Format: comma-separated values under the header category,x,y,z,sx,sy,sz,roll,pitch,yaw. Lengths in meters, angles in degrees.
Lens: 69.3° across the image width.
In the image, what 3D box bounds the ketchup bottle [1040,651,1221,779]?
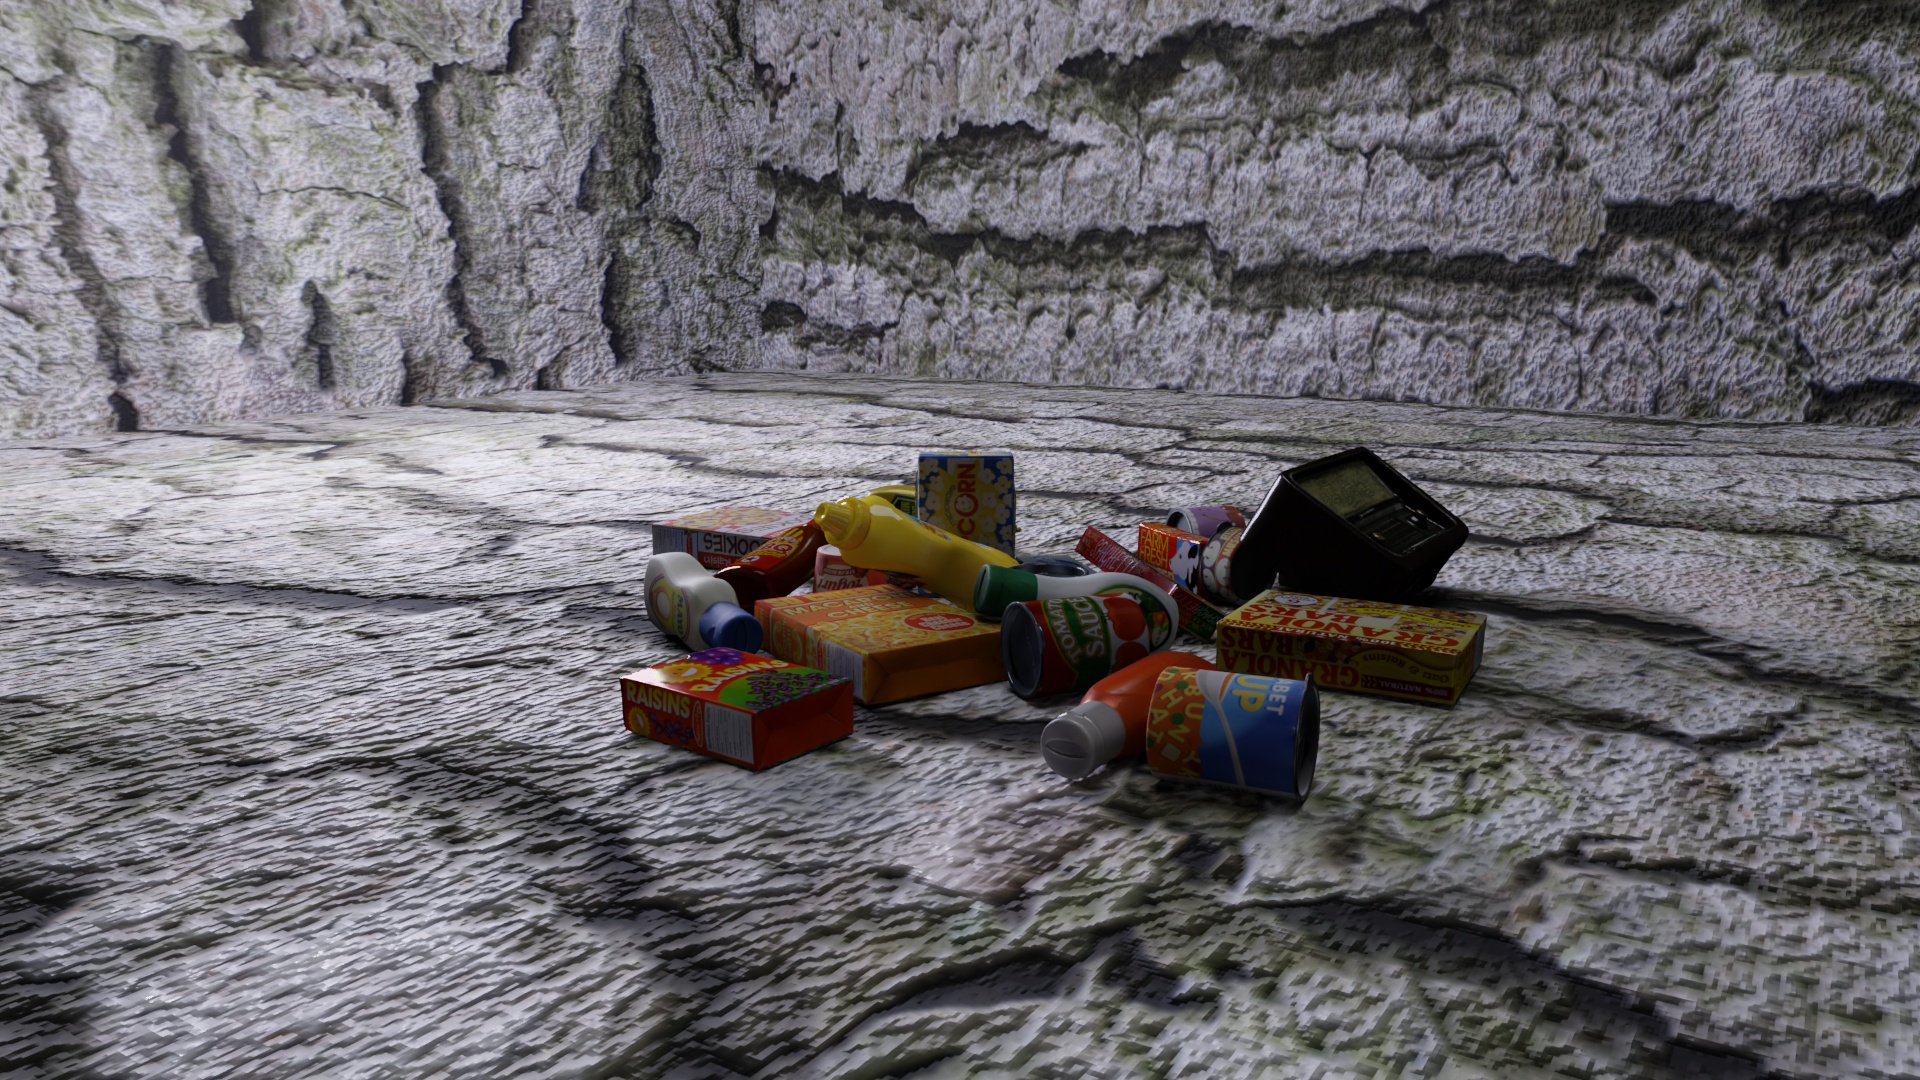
category,x,y,z,sx,sy,sz,roll,pitch,yaw
ketchup bottle,0.103,0.105,0.844,0.065,0.043,0.149,7,13,35

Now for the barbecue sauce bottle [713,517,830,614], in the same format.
category,x,y,z,sx,sy,sz,roll,pitch,yaw
barbecue sauce bottle,-0.150,0.016,1.216,0.065,0.043,0.149,-2,20,29

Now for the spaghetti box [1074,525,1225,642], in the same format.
category,x,y,z,sx,sy,sz,roll,pitch,yaw
spaghetti box,0.155,0.033,1.187,0.050,0.028,0.250,32,4,-16

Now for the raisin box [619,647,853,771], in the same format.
category,x,y,z,sx,sy,sz,roll,pitch,yaw
raisin box,-0.140,0.102,0.870,0.123,0.040,0.086,8,15,38

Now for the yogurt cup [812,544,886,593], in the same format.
category,x,y,z,sx,sy,sz,roll,pitch,yaw
yogurt cup,-0.094,0.033,1.176,0.072,0.053,0.072,1,11,0

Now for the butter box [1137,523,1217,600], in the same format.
category,x,y,z,sx,sy,sz,roll,pitch,yaw
butter box,0.195,0.018,1.251,0.024,0.053,0.103,-3,12,-24

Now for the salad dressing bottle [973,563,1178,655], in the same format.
category,x,y,z,sx,sy,sz,roll,pitch,yaw
salad dressing bottle,0.084,0.049,1.016,0.148,0.064,0.044,12,7,-14

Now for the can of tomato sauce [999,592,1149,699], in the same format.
category,x,y,z,sx,sy,sz,roll,pitch,yaw
can of tomato sauce,0.079,0.070,0.952,0.083,0.071,0.071,-4,12,-23

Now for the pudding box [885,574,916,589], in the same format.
category,x,y,z,sx,sy,sz,roll,pitch,yaw
pudding box,-0.082,0.025,1.273,0.050,0.030,0.084,-9,14,-33

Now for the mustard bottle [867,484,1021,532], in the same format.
category,x,y,z,sx,sy,sz,roll,pitch,yaw
mustard bottle,-0.017,-0.021,1.422,0.160,0.065,0.049,5,7,4

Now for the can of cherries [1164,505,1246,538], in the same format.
category,x,y,z,sx,sy,sz,roll,pitch,yaw
can of cherries,0.230,0.003,1.300,0.058,0.071,0.071,-2,11,-16

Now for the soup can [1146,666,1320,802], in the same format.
category,x,y,z,sx,sy,sz,roll,pitch,yaw
soup can,0.153,0.104,0.777,0.084,0.071,0.071,5,12,24

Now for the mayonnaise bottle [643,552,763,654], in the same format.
category,x,y,z,sx,sy,sz,roll,pitch,yaw
mayonnaise bottle,-0.198,0.054,1.061,0.041,0.064,0.148,-6,16,-32

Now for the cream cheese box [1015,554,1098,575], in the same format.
category,x,y,z,sx,sy,sz,roll,pitch,yaw
cream cheese box,0.089,0.035,1.240,0.053,0.024,0.104,-2,12,-16

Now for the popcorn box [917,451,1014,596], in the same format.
category,x,y,z,sx,sy,sz,roll,pitch,yaw
popcorn box,0.004,-0.015,1.233,0.085,0.126,0.038,0,8,-2

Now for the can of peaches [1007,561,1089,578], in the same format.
category,x,y,z,sx,sy,sz,roll,pitch,yaw
can of peaches,0.066,0.051,1.074,0.071,0.058,0.071,-1,11,0

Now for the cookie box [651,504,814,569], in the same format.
category,x,y,z,sx,sy,sz,roll,pitch,yaw
cookie box,-0.202,-0.002,1.381,0.167,0.040,0.123,7,13,31

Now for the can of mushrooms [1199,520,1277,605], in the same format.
category,x,y,z,sx,sy,sz,roll,pitch,yaw
can of mushrooms,0.240,0.020,1.195,0.071,0.071,0.033,-8,15,-35

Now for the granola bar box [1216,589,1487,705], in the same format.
category,x,y,z,sx,sy,sz,roll,pitch,yaw
granola bar box,0.283,0.075,1.003,0.165,0.039,0.124,6,12,28

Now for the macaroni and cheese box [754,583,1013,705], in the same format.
category,x,y,z,sx,sy,sz,roll,pitch,yaw
macaroni and cheese box,-0.059,0.072,1.014,0.124,0.040,0.166,-6,13,-34
